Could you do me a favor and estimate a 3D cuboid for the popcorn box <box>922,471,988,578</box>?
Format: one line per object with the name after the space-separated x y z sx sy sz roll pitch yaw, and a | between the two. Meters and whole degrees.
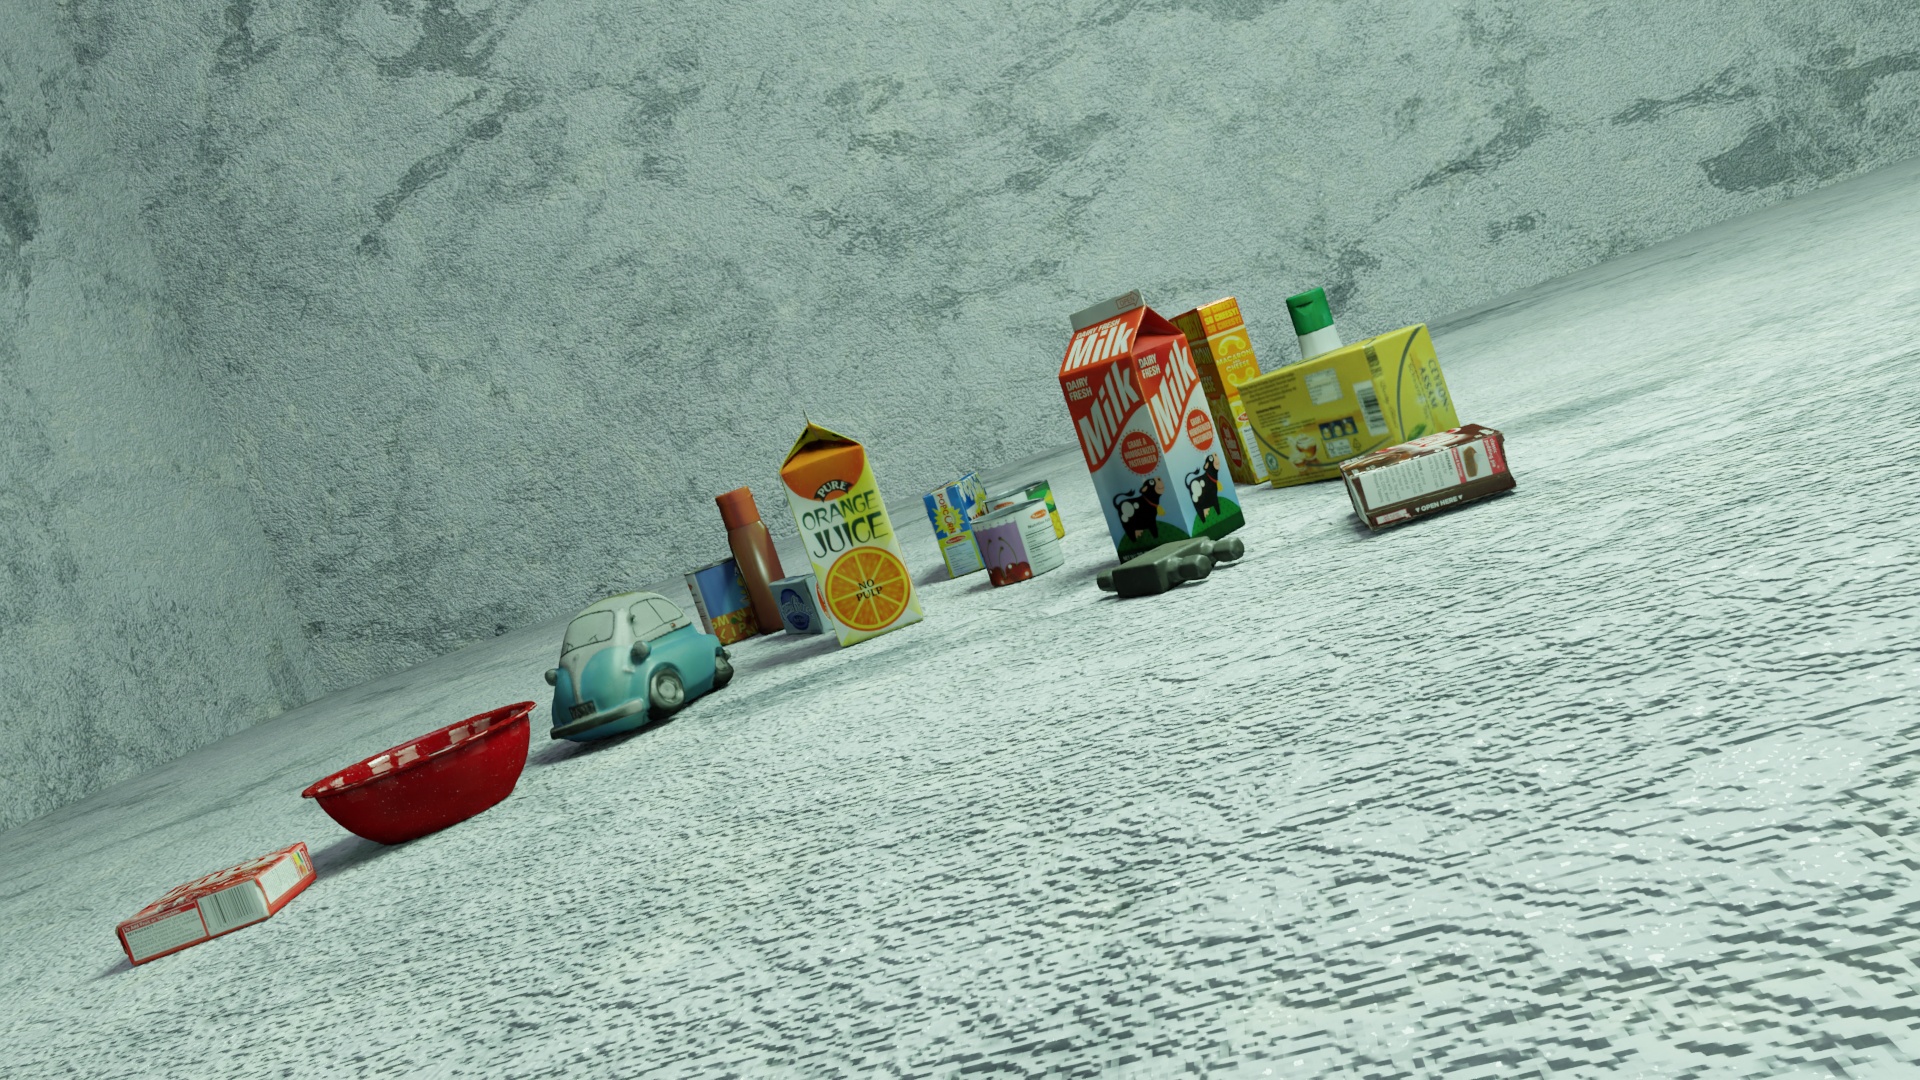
0.005 -0.017 1.372 0.038 0.085 0.127 -18 5 13 | popcorn box

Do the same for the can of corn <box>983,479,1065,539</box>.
0.065 -0.023 1.362 0.071 0.058 0.071 -19 5 2 | can of corn

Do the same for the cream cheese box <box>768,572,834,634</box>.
-0.145 0.059 1.296 0.024 0.053 0.103 -22 6 -26 | cream cheese box

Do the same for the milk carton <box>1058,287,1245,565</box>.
0.135 -0.085 1.019 0.072 0.190 0.074 -15 7 45 | milk carton

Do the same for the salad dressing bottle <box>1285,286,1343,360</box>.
0.348 -0.165 1.318 0.064 0.147 0.044 -17 5 26 | salad dressing bottle

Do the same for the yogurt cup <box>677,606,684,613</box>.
-0.308 0.104 1.424 0.072 0.054 0.072 -19 5 2 | yogurt cup

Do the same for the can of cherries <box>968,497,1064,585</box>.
0.047 0.002 1.172 0.071 0.058 0.071 -19 5 2 | can of cherries

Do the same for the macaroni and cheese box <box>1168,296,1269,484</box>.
0.249 -0.137 1.286 0.040 0.166 0.124 -20 5 -2 | macaroni and cheese box

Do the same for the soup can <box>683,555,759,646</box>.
-0.241 0.062 1.454 0.071 0.083 0.071 -19 5 2 | soup can

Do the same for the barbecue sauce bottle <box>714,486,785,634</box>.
-0.208 0.019 1.414 0.044 0.148 0.065 -19 5 2 | barbecue sauce bottle

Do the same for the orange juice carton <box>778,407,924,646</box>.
-0.096 -0.017 1.139 0.073 0.192 0.072 -20 5 -4 | orange juice carton
